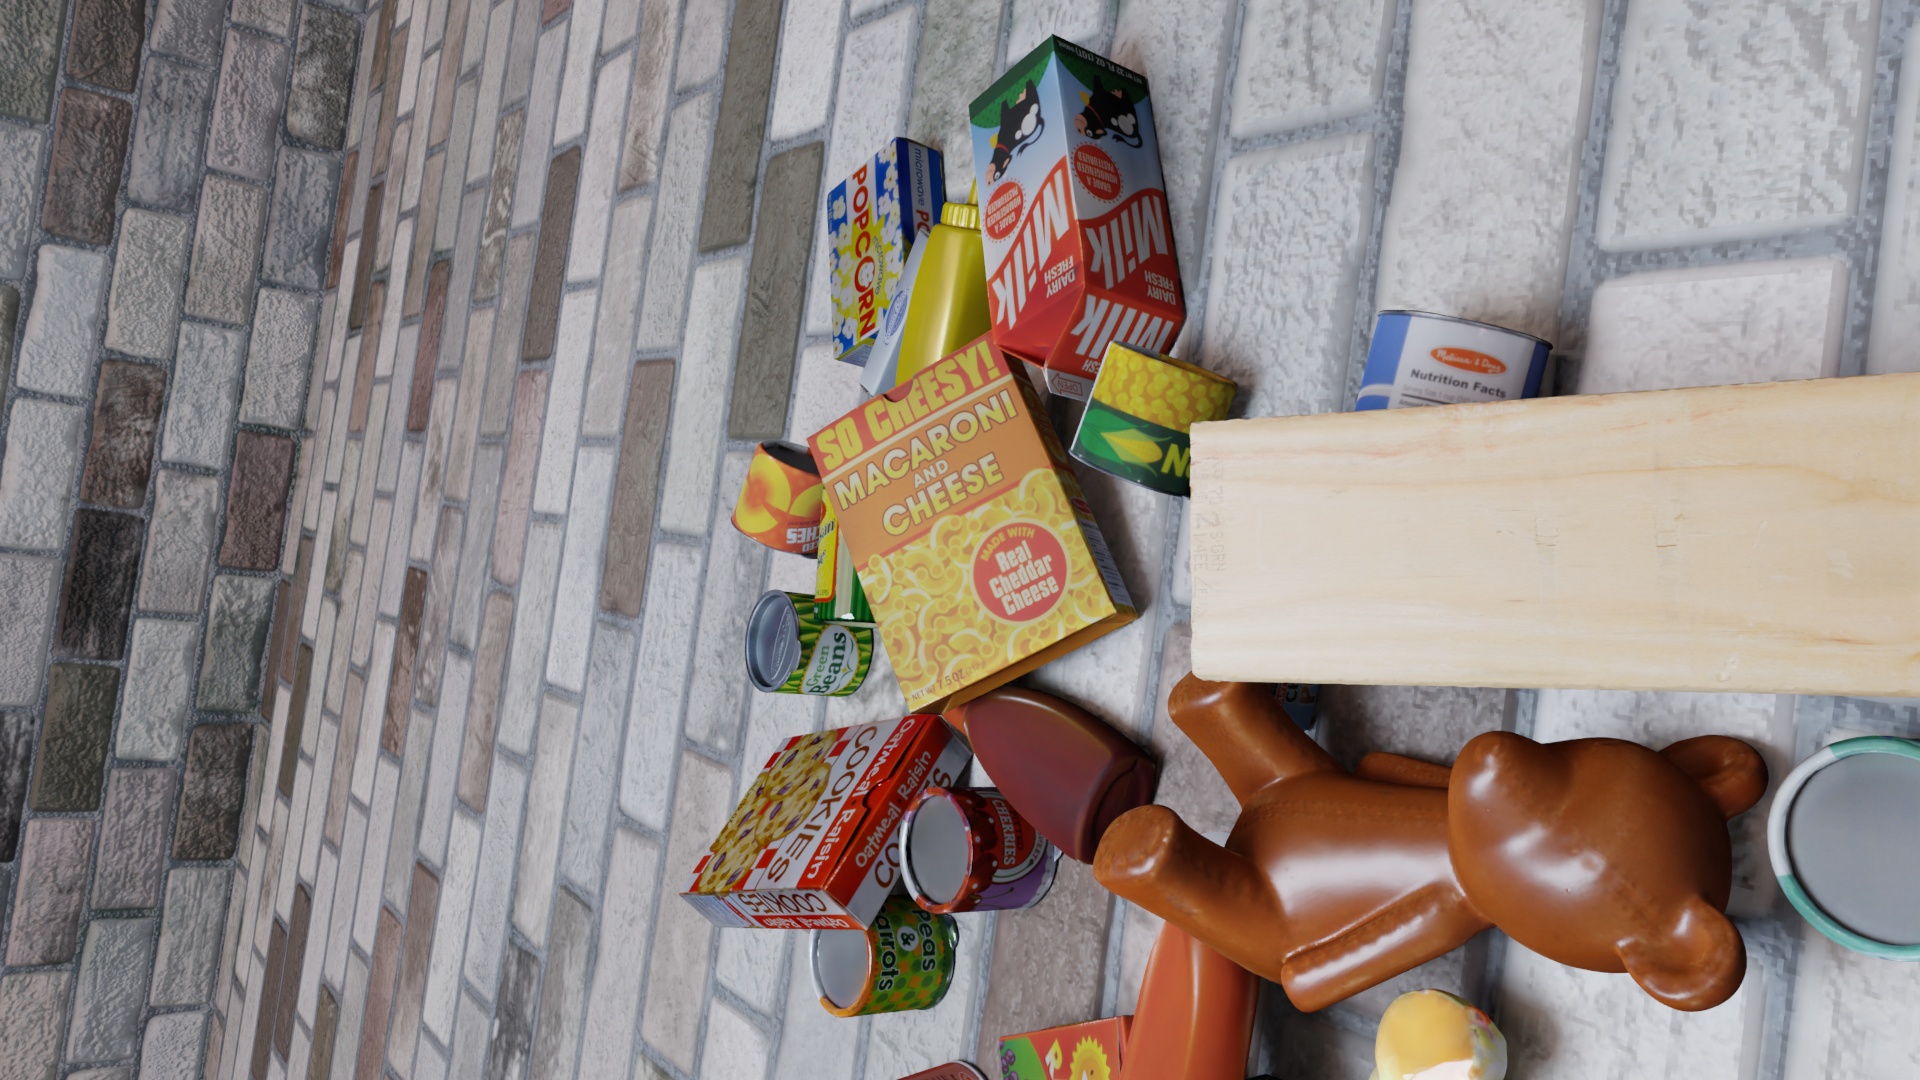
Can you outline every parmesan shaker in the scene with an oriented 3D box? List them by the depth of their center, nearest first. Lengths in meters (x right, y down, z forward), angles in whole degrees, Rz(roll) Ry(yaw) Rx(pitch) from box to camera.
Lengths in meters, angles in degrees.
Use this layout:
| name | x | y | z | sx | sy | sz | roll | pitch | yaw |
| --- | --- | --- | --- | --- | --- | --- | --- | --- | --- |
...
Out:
| name | x | y | z | sx | sy | sz | roll | pitch | yaw |
| --- | --- | --- | --- | --- | --- | --- | --- | --- | --- |
| parmesan shaker | -0.054 | 0.001 | 0.846 | 0.071 | 0.071 | 0.103 | -6 | 78 | 52 |

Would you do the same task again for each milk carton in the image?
| name | x | y | z | sx | sy | sz | roll | pitch | yaw |
| --- | --- | --- | --- | --- | --- | --- | --- | --- | --- |
| milk carton | 0.061 | -0.157 | 0.728 | 0.073 | 0.072 | 0.191 | -27 | 62 | 47 |

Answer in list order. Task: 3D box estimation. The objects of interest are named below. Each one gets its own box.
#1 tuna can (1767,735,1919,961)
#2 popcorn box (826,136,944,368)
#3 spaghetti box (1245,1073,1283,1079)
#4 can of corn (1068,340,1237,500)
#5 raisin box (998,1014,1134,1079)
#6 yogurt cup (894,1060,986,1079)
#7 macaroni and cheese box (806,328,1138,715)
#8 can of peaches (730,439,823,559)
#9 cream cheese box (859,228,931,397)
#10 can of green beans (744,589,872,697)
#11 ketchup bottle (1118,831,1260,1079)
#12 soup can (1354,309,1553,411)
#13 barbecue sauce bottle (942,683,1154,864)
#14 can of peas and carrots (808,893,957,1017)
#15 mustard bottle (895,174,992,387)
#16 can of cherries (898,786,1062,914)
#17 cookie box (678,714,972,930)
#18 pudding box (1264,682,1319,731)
| name | x | y | z | sx | sy | sz | roll | pitch | yaw |
| --- | --- | --- | --- | --- | --- | --- | --- | --- | --- |
| tuna can | 0.284 | 0.093 | 0.415 | 0.071 | 0.033 | 0.071 | -15 | 71 | 51 |
| popcorn box | -0.048 | -0.185 | 0.904 | 0.085 | 0.038 | 0.127 | -23 | 65 | 48 |
| spaghetti box | 0.123 | 0.350 | 0.557 | 0.028 | 0.050 | 0.250 | -15 | 71 | 49 |
| can of corn | 0.095 | -0.058 | 0.669 | 0.071 | 0.071 | 0.058 | 35 | 110 | 50 |
| raisin box | 0.064 | 0.266 | 0.638 | 0.123 | 0.040 | 0.086 | 138 | 132 | -57 |
| yogurt cup | -0.019 | 0.318 | 0.746 | 0.072 | 0.054 | 0.072 | -13 | 73 | 50 |
| macaroni and cheese box | 0.003 | -0.009 | 0.732 | 0.123 | 0.040 | 0.167 | -28 | 72 | 17 |
| can of peaches | -0.112 | -0.028 | 0.934 | 0.071 | 0.071 | 0.058 | 40 | 114 | 49 |
| cream cheese box | -0.018 | -0.131 | 0.841 | 0.024 | 0.053 | 0.103 | 47 | 119 | 51 |
| can of green beans | -0.098 | 0.067 | 0.900 | 0.071 | 0.058 | 0.071 | -15 | 71 | 50 |
| ketchup bottle | 0.097 | 0.192 | 0.574 | 0.064 | 0.043 | 0.149 | -56 | 8 | 49 |
| soup can | 0.188 | -0.043 | 0.547 | 0.071 | 0.071 | 0.083 | 21 | 100 | 52 |
| barbecue sauce bottle | 0.037 | 0.107 | 0.728 | 0.149 | 0.044 | 0.064 | 32 | 106 | 51 |
| can of peas and carrots | -0.045 | 0.236 | 0.794 | 0.071 | 0.059 | 0.071 | -13 | 73 | 51 |
| mustard bottle | 0.003 | -0.141 | 0.794 | 0.049 | 0.065 | 0.159 | 21 | 108 | 43 |
| can of cherries | 0.010 | 0.163 | 0.738 | 0.071 | 0.058 | 0.071 | -15 | 72 | 51 |
| cookie box | -0.083 | 0.167 | 0.820 | 0.167 | 0.040 | 0.123 | -18 | 31 | 50 |
| pudding box | 0.138 | 0.038 | 0.621 | 0.050 | 0.030 | 0.083 | 19 | 98 | 53 |
